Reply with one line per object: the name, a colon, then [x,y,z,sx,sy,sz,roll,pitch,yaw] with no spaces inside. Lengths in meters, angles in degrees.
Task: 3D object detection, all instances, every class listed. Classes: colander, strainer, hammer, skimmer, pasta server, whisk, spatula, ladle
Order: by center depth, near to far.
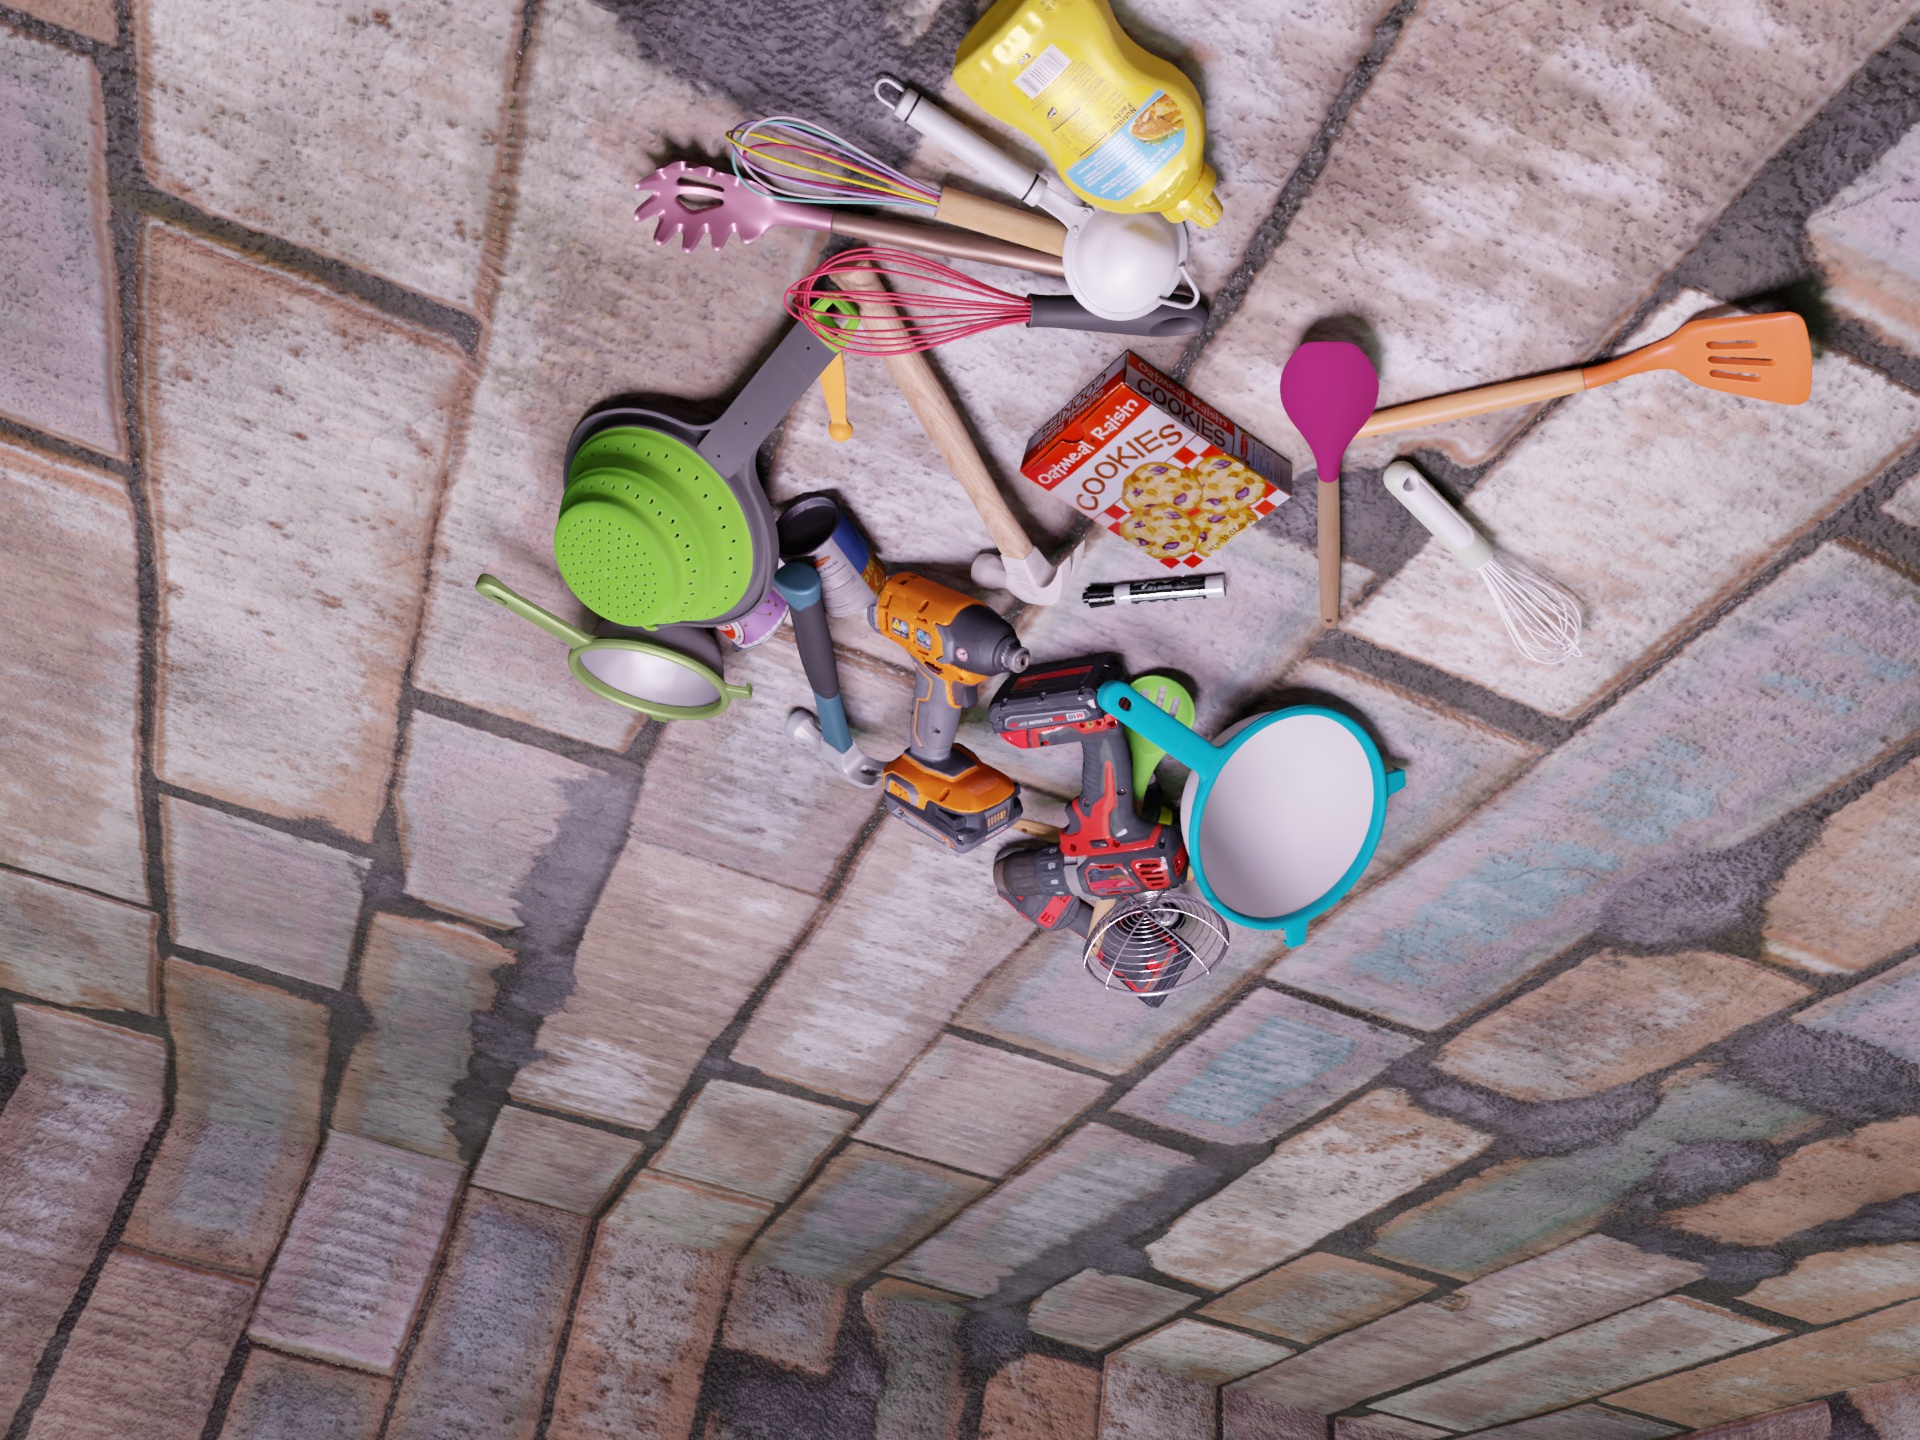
strainer: [0.055,-0.339,1.035,0.258,0.050,0.087,30,105,-14]
whisk: [-0.035,-0.346,1.047,0.245,0.051,0.047,13,-178,-13]
pasta server: [-0.061,-0.331,1.083,0.316,0.040,0.060,10,132,-2]
whisk: [0.028,-0.280,1.084,0.295,0.073,0.073,0,144,-10]
spatula: [0.410,-0.227,1.109,0.322,0.041,0.080,-9,140,24]
hammer: [-0.004,-0.210,1.205,0.130,0.031,0.331,17,150,45]
colander: [-0.208,-0.181,1.216,0.204,0.094,0.397,45,132,-7]
whisk: [0.411,-0.122,1.243,0.246,0.059,0.058,37,97,-25]
hammer: [-0.122,-0.036,1.396,0.128,0.033,0.330,36,159,20]
strainer: [-0.313,-0.084,1.422,0.151,0.069,0.256,-13,145,45]
strainer: [0.231,0.047,1.424,0.340,0.211,0.095,33,180,-28]
skimmer: [0.193,0.210,1.489,0.127,0.090,0.363,-11,169,10]
ladle: [0.201,0.139,1.536,0.315,0.031,0.069,15,131,6]

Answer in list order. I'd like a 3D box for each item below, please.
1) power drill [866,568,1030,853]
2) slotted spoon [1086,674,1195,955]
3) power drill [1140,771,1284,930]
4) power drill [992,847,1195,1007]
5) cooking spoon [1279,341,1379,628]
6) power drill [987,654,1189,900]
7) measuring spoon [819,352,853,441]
power drill: [-0.002,-0.004,1.361,0.164,0.084,0.226,26,130,40]
slotted spoon: [0.157,0.092,1.499,0.070,0.031,0.313,16,117,8]
power drill: [0.242,0.123,1.577,0.223,0.080,0.171,15,144,-2]
power drill: [0.129,0.207,1.676,0.219,0.078,0.143,34,-179,-26]
cooking spoon: [0.281,-0.169,1.213,0.069,0.017,0.318,3,148,15]
power drill: [0.095,0.065,1.455,0.188,0.080,0.226,-9,113,25]
measuring spoon: [-0.098,-0.255,1.211,0.021,0.011,0.116,4,143,8]
